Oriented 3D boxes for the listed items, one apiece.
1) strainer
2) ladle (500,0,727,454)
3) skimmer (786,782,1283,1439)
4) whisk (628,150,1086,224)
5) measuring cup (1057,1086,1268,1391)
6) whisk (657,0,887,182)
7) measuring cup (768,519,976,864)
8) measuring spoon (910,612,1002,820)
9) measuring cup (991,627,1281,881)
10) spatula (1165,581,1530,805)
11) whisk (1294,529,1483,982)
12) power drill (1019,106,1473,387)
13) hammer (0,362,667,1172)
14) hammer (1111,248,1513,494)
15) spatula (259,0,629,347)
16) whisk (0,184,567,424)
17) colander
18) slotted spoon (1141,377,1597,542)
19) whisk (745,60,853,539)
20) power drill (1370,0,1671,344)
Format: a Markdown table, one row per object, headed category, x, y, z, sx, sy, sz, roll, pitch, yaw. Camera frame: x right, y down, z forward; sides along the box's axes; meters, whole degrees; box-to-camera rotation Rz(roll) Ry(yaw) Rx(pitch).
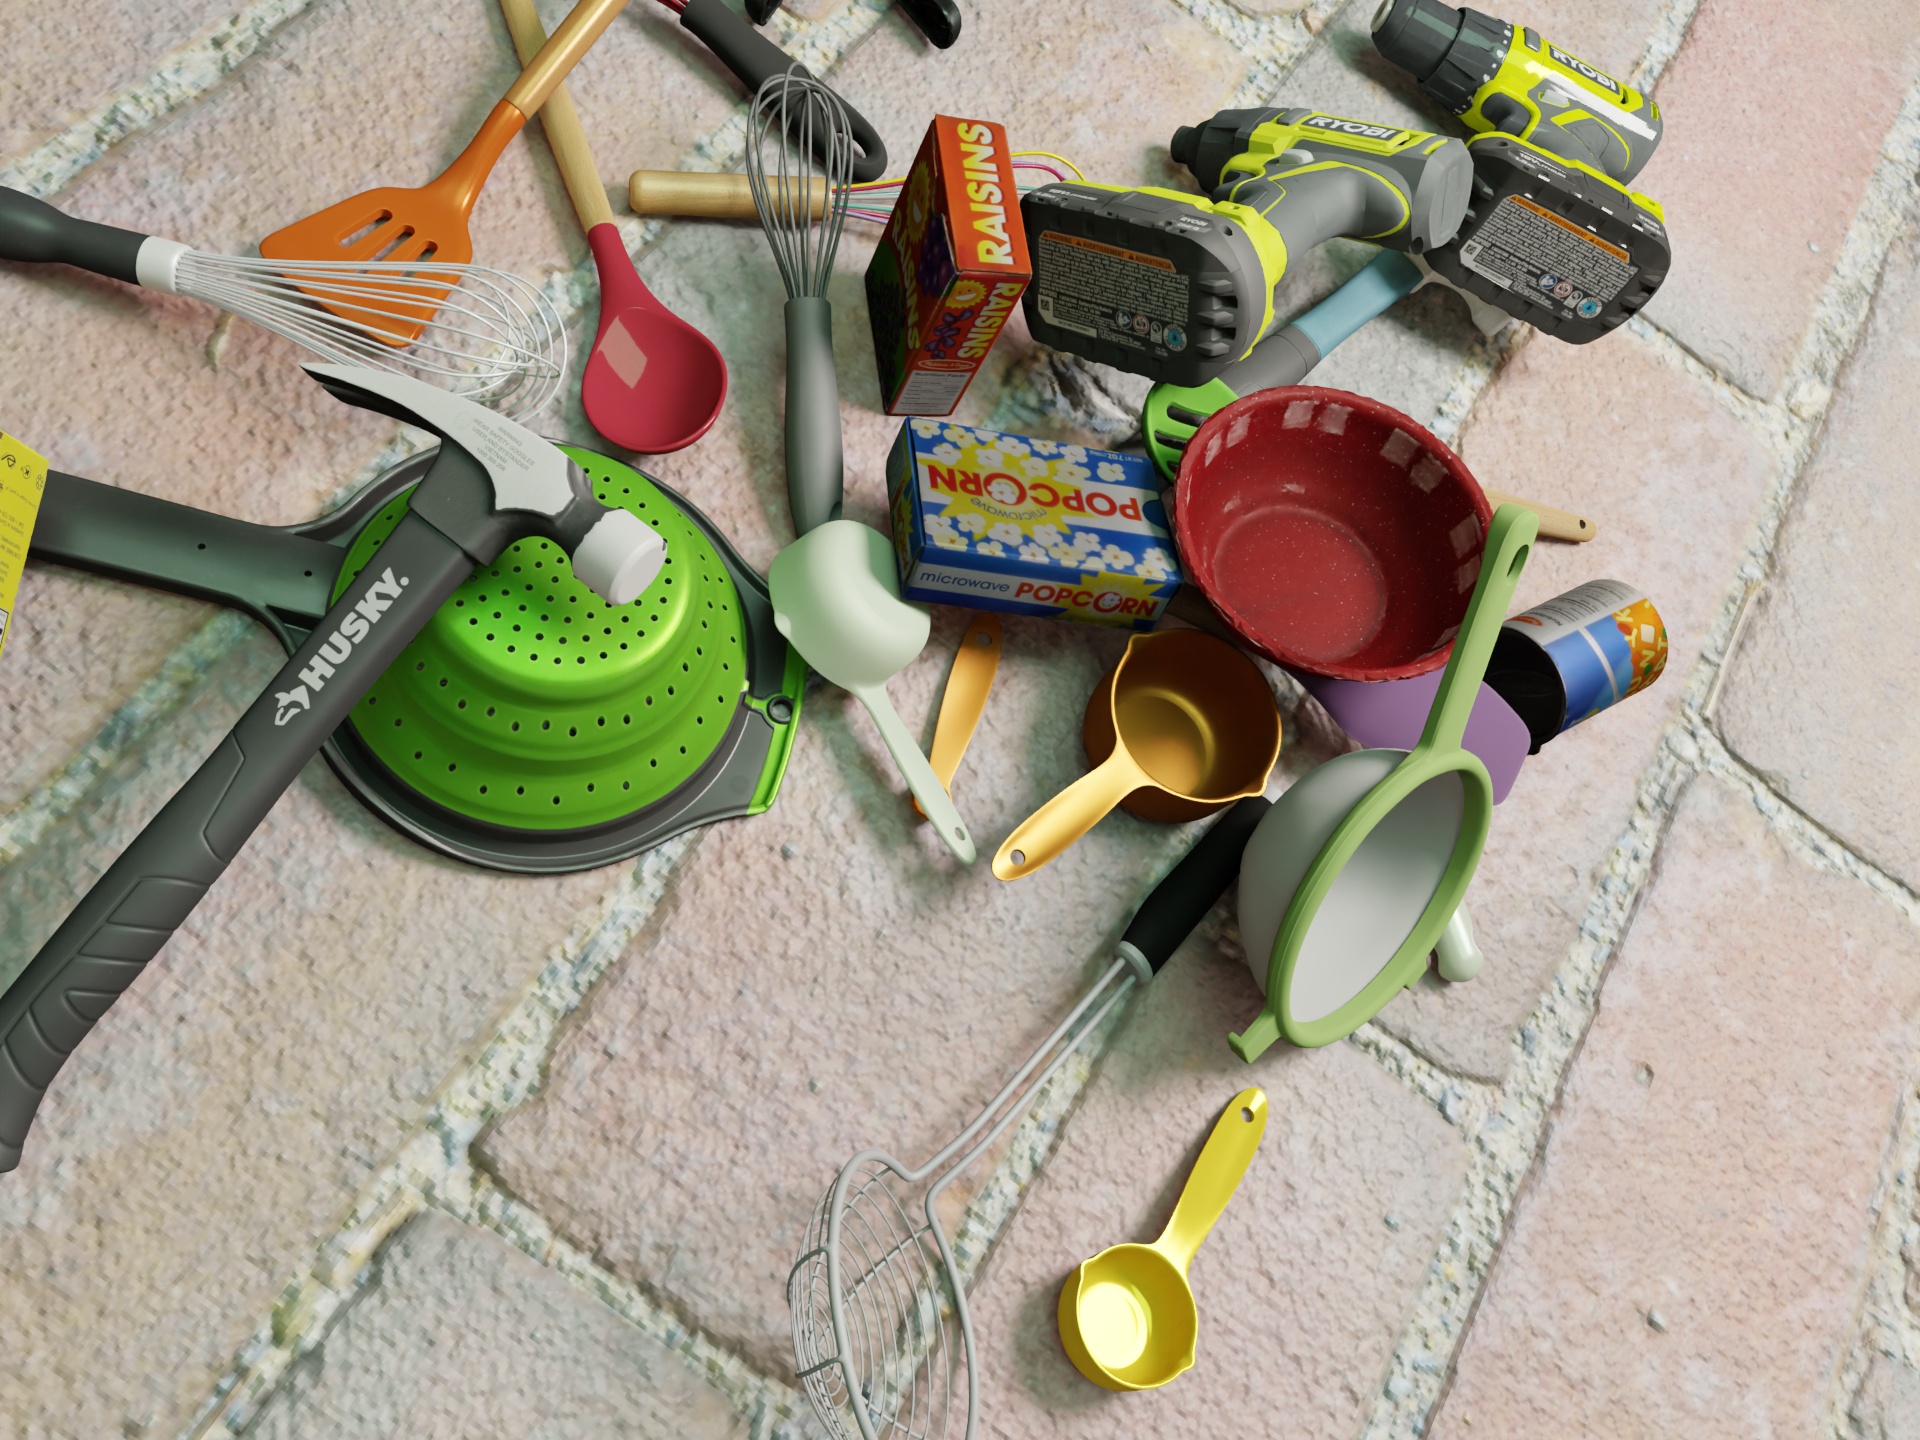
| category | x | y | z | sx | sy | sz | roll | pitch | yaw |
| --- | --- | --- | --- | --- | --- | --- | --- | --- | --- |
| strainer | 0.179 | 0.020 | 0.695 | 0.151 | 0.256 | 0.069 | -10 | 32 | -44 |
| ladle | -0.185 | -0.261 | 0.780 | 0.069 | 0.031 | 0.316 | -20 | 74 | -6 |
| skimmer | 0.059 | 0.149 | 0.666 | 0.363 | 0.090 | 0.127 | -43 | 120 | -30 |
| whisk | -0.047 | -0.273 | 0.825 | 0.245 | 0.047 | 0.051 | -3 | 53 | -16 |
| measuring cup | 0.093 | 0.221 | 0.691 | 0.062 | 0.029 | 0.156 | 42 | 51 | 1 |
| whisk | -0.153 | -0.385 | 0.826 | 0.295 | 0.073 | 0.073 | 40 | 62 | -7 |
| measuring cup | -0.025 | -0.016 | 0.710 | 0.083 | 0.038 | 0.168 | -14 | 72 | -59 |
| measuring spoon | -0.001 | -0.002 | 0.752 | 0.021 | 0.011 | 0.117 | 22 | 60 | -7 |
| measuring cup | 0.072 | 0.028 | 0.741 | 0.173 | 0.052 | 0.095 | -36 | 84 | -25 |
| spatula | 0.131 | -0.050 | 0.780 | 0.316 | 0.018 | 0.060 | 26 | 78 | 4 |
| whisk | 0.210 | 0.013 | 0.801 | 0.059 | 0.057 | 0.246 | -20 | 77 | 11 |
| power drill | 0.136 | -0.260 | 0.822 | 0.171 | 0.080 | 0.223 | 26 | 46 | 32 |
| hammer | -0.265 | 0.021 | 0.573 | 0.146 | 0.035 | 0.335 | 37 | 84 | 7 |
| hammer | 0.181 | -0.199 | 0.878 | 0.331 | 0.033 | 0.128 | -40 | 86 | -27 |
| spatula | -0.200 | -0.315 | 0.763 | 0.081 | 0.041 | 0.322 | 35 | 79 | -3 |
| whisk | -0.309 | -0.185 | 0.683 | 0.284 | 0.070 | 0.070 | 14 | 65 | -2 |
| colander | -0.247 | -0.066 | 0.643 | 0.397 | 0.094 | 0.205 | 15 | 65 | -13 |
| slotted spoon | 0.223 | -0.127 | 0.847 | 0.313 | 0.031 | 0.070 | 8 | 78 | -26 |
| whisk | -0.074 | -0.199 | 0.763 | 0.055 | 0.055 | 0.239 | -1 | 84 | -19 |
| power drill | 0.328 | -0.339 | 0.941 | 0.190 | 0.080 | 0.229 | 24 | 47 | -10 |
